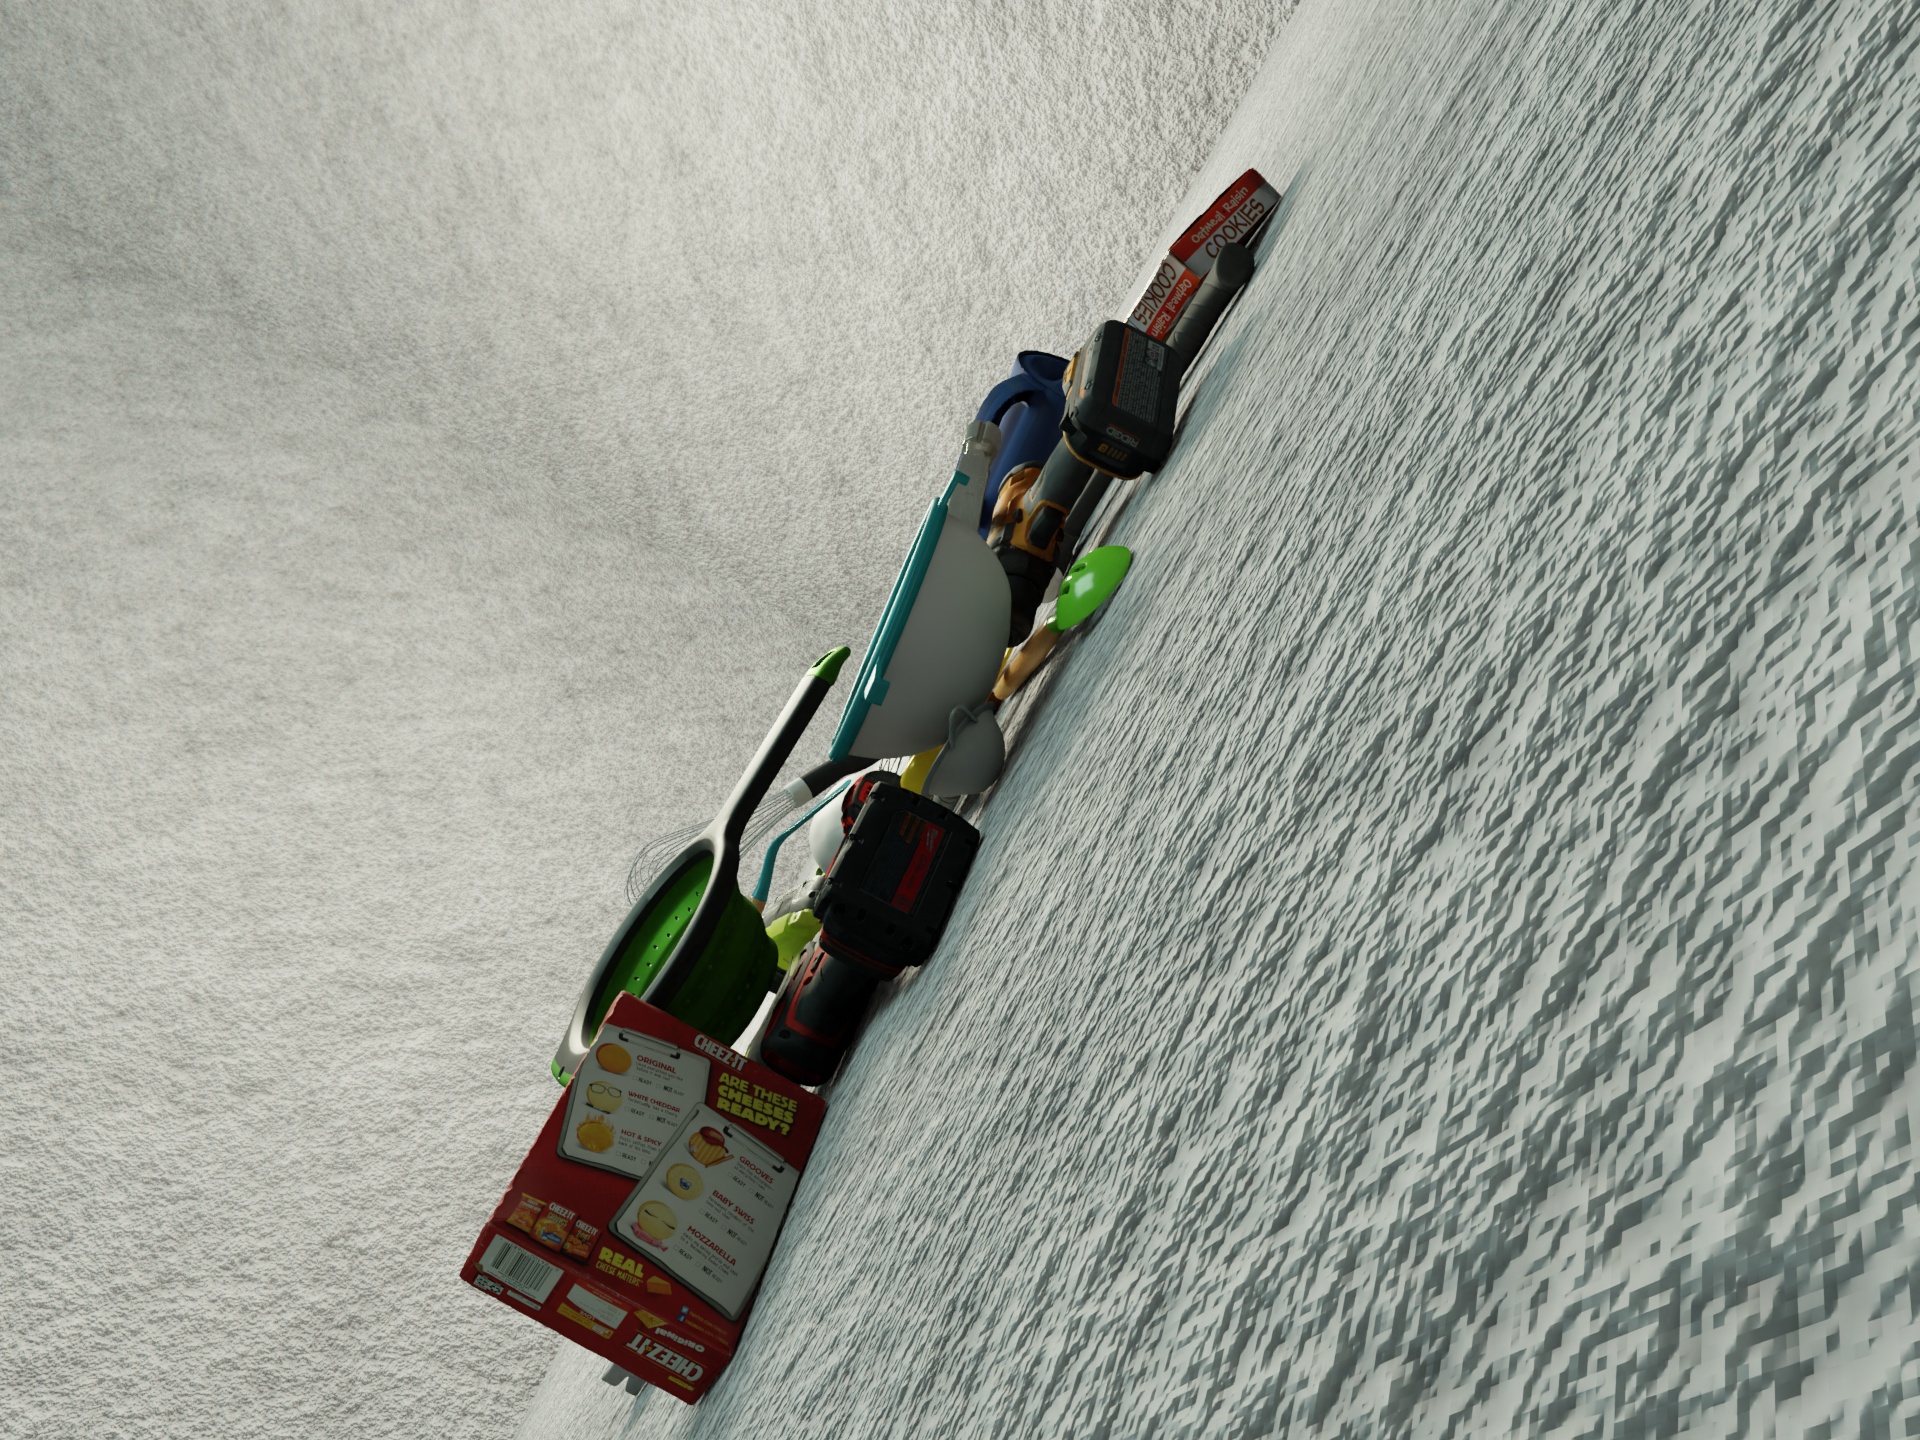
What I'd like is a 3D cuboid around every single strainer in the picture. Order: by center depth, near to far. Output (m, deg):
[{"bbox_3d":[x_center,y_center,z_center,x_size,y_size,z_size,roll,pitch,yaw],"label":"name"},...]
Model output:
[{"bbox_3d":[-0.004,0.050,1.196,0.087,0.050,0.258,-49,-6,-21],"label":"strainer"},{"bbox_3d":[-0.031,-0.029,1.238,0.340,0.095,0.211,121,170,-65],"label":"strainer"},{"bbox_3d":[-0.088,0.062,1.719,0.256,0.069,0.151,-58,17,-14],"label":"strainer"}]

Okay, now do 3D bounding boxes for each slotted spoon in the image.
[{"bbox_3d":[0.064,-0.063,1.198,0.070,0.031,0.313,-58,2,-19],"label":"slotted spoon"}]

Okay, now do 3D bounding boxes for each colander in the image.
[{"bbox_3d":[-0.165,0.125,1.233,0.397,0.094,0.204,-60,19,-15],"label":"colander"}]

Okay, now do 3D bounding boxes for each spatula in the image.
[{"bbox_3d":[-0.183,0.190,1.438,0.082,0.044,0.317,176,117,-84],"label":"spatula"}]

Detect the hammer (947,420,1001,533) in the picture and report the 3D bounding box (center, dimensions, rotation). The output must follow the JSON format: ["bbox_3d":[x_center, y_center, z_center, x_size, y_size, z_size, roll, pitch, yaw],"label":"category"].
[{"bbox_3d":[0.005,-0.103,1.438,0.358,0.037,0.149,91,-171,-62],"label":"hammer"}]

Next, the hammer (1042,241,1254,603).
[{"bbox_3d":[0.151,-0.258,1.359,0.334,0.035,0.146,-58,6,36],"label":"hammer"}]

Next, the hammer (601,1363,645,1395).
[{"bbox_3d":[-0.219,0.409,1.415,0.143,0.038,0.386,-61,4,27],"label":"hammer"}]

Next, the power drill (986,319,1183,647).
[{"bbox_3d":[0.081,-0.176,1.242,0.226,0.084,0.185,-53,18,47],"label":"power drill"}]

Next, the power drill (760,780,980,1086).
[{"bbox_3d":[-0.063,0.137,1.117,0.188,0.080,0.226,-65,2,-40],"label":"power drill"}]

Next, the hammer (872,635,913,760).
[{"bbox_3d":[-0.034,-0.011,1.509,0.033,0.128,0.331,-18,-6,3],"label":"hammer"}]

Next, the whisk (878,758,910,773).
[{"bbox_3d":[-0.073,0.102,1.606,0.055,0.055,0.239,124,167,-49],"label":"whisk"}]

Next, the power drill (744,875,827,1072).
[{"bbox_3d":[-0.149,0.246,1.258,0.171,0.080,0.223,-32,28,54],"label":"power drill"}]

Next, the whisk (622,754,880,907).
[{"bbox_3d":[-0.167,0.079,1.372,0.284,0.070,0.070,-33,-7,-22],"label":"whisk"}]

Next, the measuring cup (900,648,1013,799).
[{"bbox_3d":[-0.002,-0.004,1.283,0.156,0.029,0.062,-60,-5,-15],"label":"measuring cup"}]

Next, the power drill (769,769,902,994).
[{"bbox_3d":[-0.111,0.152,1.445,0.220,0.078,0.143,-65,5,-12],"label":"power drill"}]
